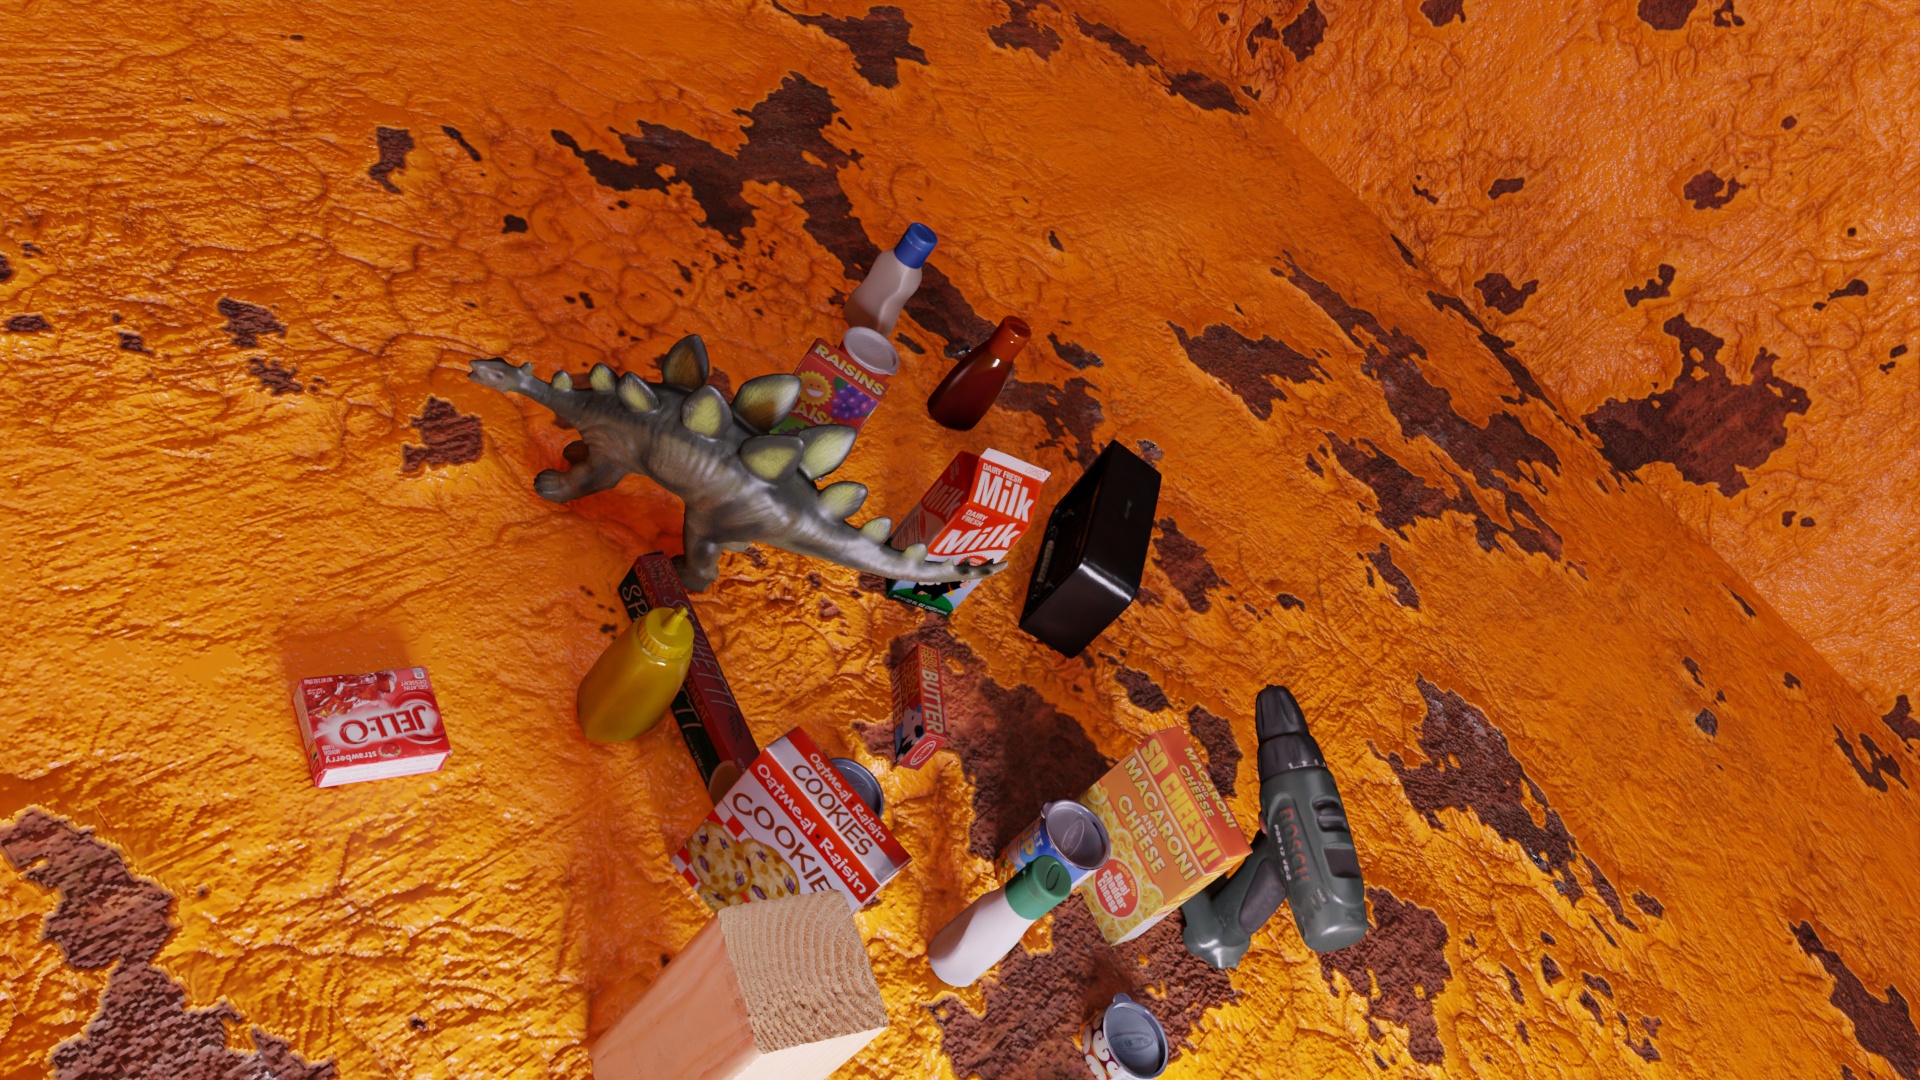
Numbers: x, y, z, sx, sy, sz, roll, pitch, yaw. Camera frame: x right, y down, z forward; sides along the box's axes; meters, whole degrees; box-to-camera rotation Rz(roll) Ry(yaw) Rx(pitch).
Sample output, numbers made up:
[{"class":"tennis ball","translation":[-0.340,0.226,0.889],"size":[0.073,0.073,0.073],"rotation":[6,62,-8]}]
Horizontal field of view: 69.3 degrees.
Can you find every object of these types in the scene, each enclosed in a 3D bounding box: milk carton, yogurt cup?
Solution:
[{"class":"milk carton","translation":[0.005,-0.017,1.325],"size":[0.072,0.189,0.074],"rotation":[20,42,-25]},{"class":"yogurt cup","translation":[-0.109,-0.192,1.517],"size":[0.072,0.053,0.073],"rotation":[23,40,-21]}]

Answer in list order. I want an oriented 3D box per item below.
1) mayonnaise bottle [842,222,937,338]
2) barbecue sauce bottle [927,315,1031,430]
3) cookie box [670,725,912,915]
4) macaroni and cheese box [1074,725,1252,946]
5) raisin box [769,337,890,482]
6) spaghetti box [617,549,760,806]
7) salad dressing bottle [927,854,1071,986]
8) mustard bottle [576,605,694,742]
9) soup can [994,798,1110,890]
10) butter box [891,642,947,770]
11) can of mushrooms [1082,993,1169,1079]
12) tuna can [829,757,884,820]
[{"class":"mayonnaise bottle","translation":[-0.077,-0.292,1.567],"size":[0.041,0.147,0.065],"rotation":[-11,60,-46]},{"class":"barbecue sauce bottle","translation":[0.025,-0.187,1.547],"size":[0.065,0.147,0.044],"rotation":[12,46,-32]},{"class":"cookie box","translation":[-0.124,0.227,0.991],"size":[0.123,0.166,0.040],"rotation":[48,38,10]},{"class":"macaroni and cheese box","translation":[0.160,0.256,1.203],"size":[0.040,0.165,0.124],"rotation":[-2,54,-42]},{"class":"raisin box","translation":[-0.138,-0.128,1.371],"size":[0.086,0.122,0.040],"rotation":[34,38,-8]},{"class":"spaghetti box","translation":[-0.212,0.121,1.118],"size":[0.029,0.050,0.251],"rotation":[-6,56,-44]},{"class":"salad dressing bottle","translation":[0.030,0.293,1.071],"size":[0.044,0.147,0.064],"rotation":[38,37,-4]},{"class":"mustard bottle","translation":[-0.235,0.093,1.037],"size":[0.065,0.159,0.049],"rotation":[3,51,-39]},{"class":"soup can","translation":[0.076,0.268,1.187],"size":[0.071,0.083,0.072],"rotation":[23,40,-21]},{"class":"butter box","translation":[-0.038,0.147,1.238],"size":[0.024,0.053,0.104],"rotation":[19,42,-25]},{"class":"can of mushrooms","translation":[0.134,0.410,1.135],"size":[0.071,0.033,0.071],"rotation":[23,40,-21]},{"class":"tuna can","translation":[-0.097,0.216,1.135],"size":[0.071,0.032,0.071],"rotation":[23,40,-21]}]
